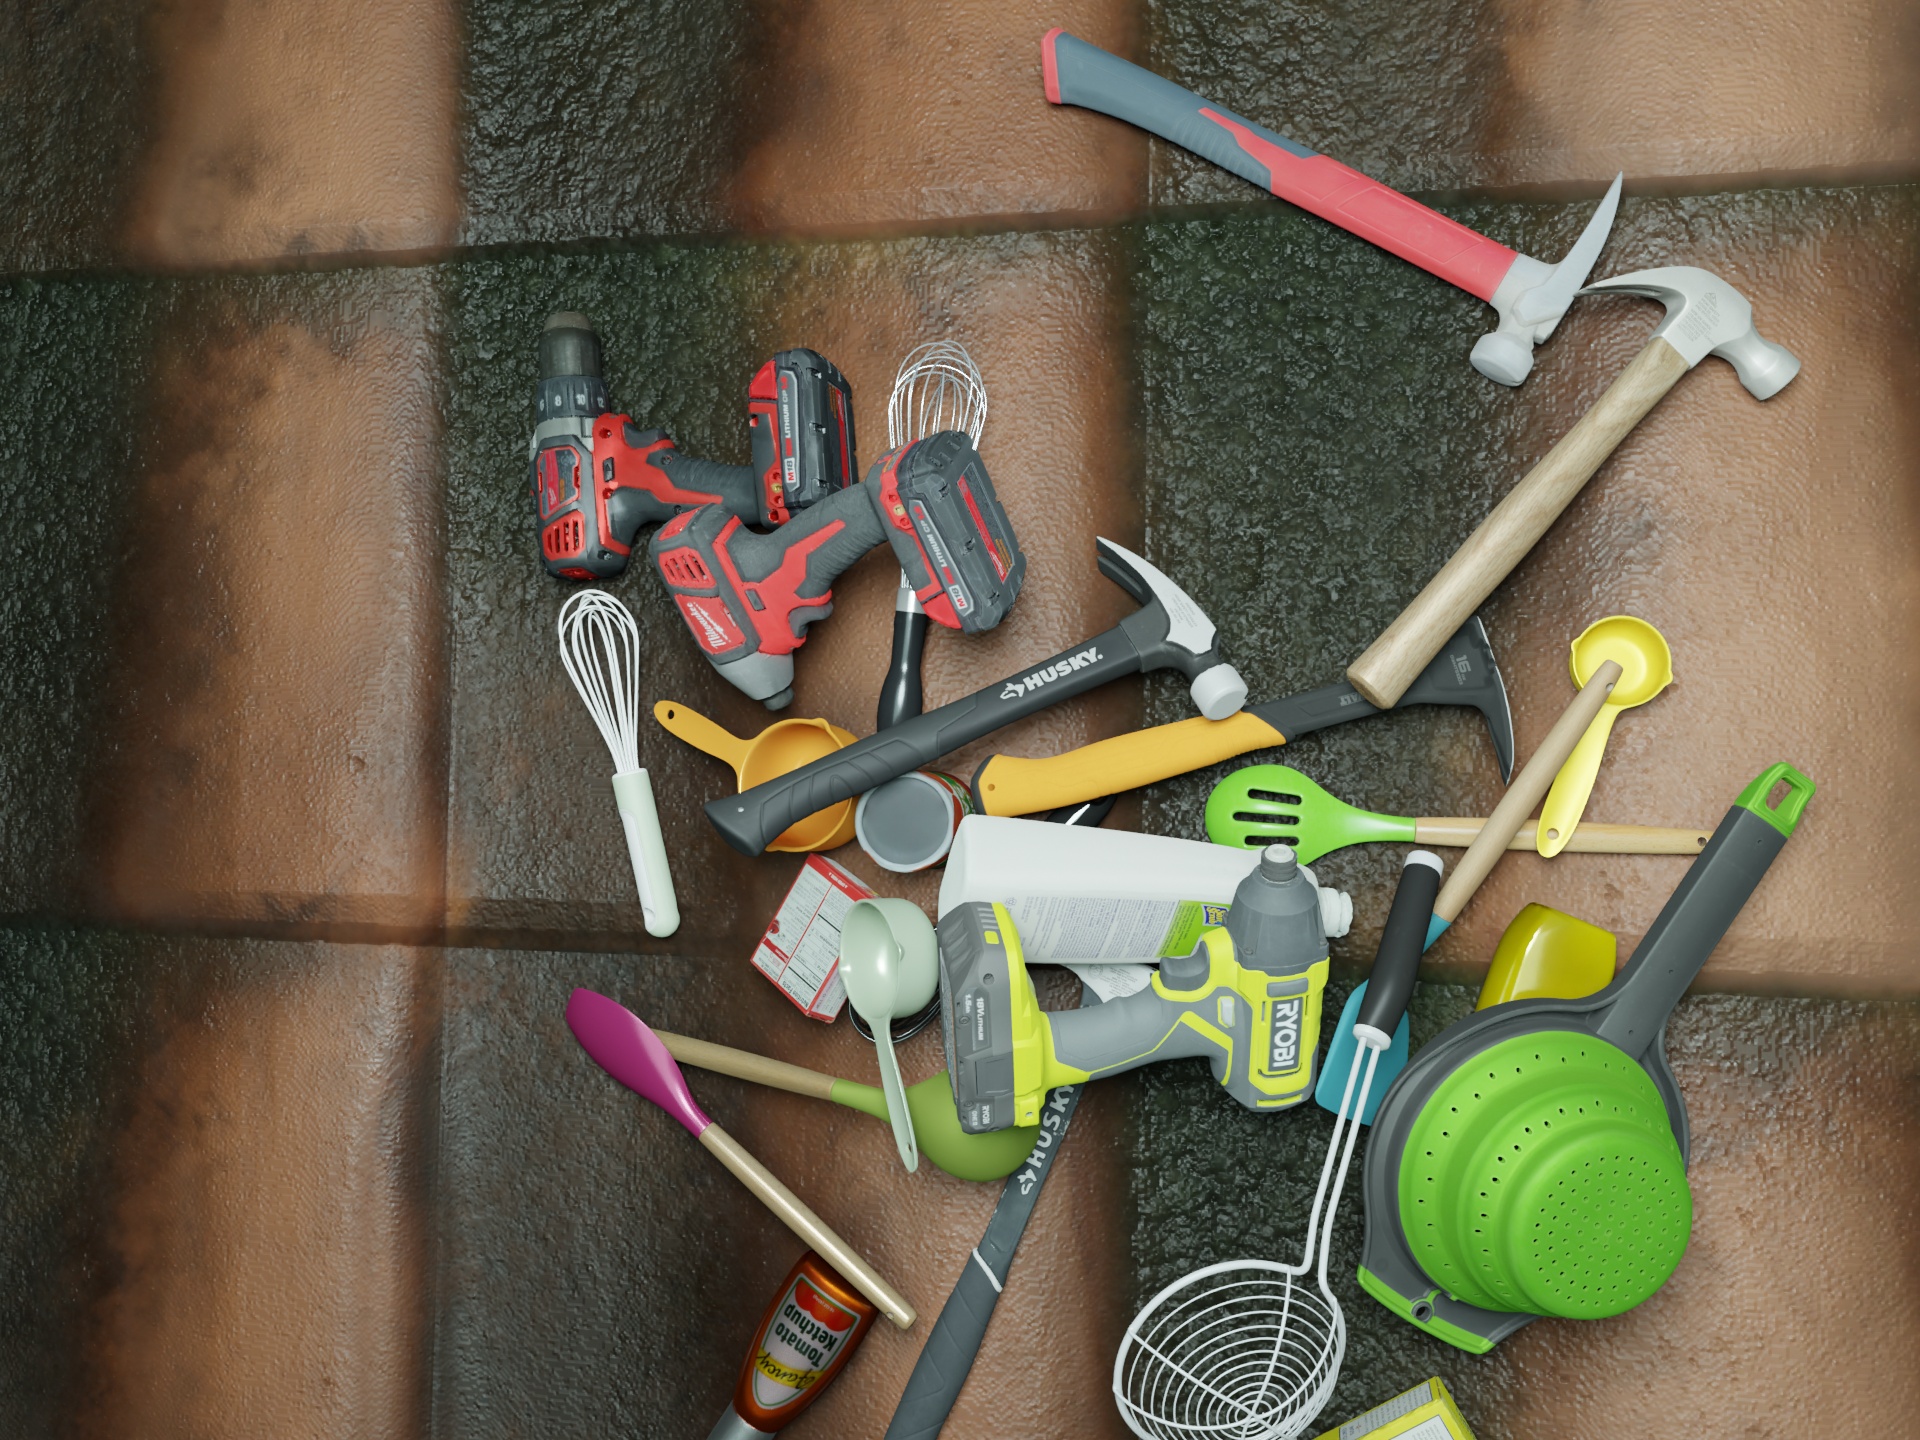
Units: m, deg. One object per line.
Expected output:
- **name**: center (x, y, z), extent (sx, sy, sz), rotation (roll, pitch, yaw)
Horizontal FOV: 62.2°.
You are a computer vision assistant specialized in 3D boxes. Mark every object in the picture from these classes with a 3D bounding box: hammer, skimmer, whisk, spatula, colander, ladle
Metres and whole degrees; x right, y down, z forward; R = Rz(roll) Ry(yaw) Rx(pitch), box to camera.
- **hammer**: center (0.171, 0.016, 1.004), extent (0.337, 0.034, 0.127), rotation (-15, 68, 8)
- **skimmer**: center (0.194, 0.235, 0.900), extent (0.127, 0.090, 0.363), rotation (37, 61, -21)
- **hammer**: center (0.227, -0.369, 1.036), extent (0.386, 0.038, 0.143), rotation (32, 92, 12)
- **whisk**: center (-0.028, -0.112, 1.066), extent (0.070, 0.070, 0.284), rotation (8, 93, 12)
- **hammer**: center (0.354, -0.141, 0.966), extent (0.130, 0.031, 0.331), rotation (43, 88, -3)
- **whisk**: center (0.016, 0.122, 1.047), extent (0.239, 0.055, 0.055), rotation (-45, 80, 1)
- **whisk**: center (-0.231, 0.029, 1.101), extent (0.058, 0.059, 0.246), rotation (-15, 87, 48)
- **hammer**: center (0.021, 0.337, 1.036), extent (0.149, 0.036, 0.409), rotation (24, 92, 13)
- **spatula**: center (0.315, 0.104, 0.967), extent (0.082, 0.044, 0.317), rotation (25, 102, -31)
- **colander**: center (0.387, 0.201, 0.903), extent (0.204, 0.094, 0.397), rotation (33, 92, -14)
- **hammer**: center (-0.002, -0.003, 0.995), extent (0.335, 0.035, 0.146), rotation (-24, 57, -7)
- **ladle**: center (-0.098, 0.235, 1.049), extent (0.320, 0.062, 0.078), rotation (8, 93, 26)

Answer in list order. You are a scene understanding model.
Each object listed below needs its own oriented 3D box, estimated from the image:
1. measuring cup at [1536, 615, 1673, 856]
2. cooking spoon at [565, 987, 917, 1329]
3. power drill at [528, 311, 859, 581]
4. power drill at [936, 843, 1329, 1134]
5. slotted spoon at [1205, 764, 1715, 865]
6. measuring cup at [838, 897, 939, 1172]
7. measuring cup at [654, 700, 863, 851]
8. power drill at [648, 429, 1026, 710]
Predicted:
- **measuring cup**: center (0.387, 0.011, 0.983), extent (0.062, 0.029, 0.156), rotation (22, 90, 12)
- **cooking spoon**: center (-0.151, 0.291, 1.060), extent (0.319, 0.017, 0.068), rotation (38, 128, 14)
- **power drill**: center (-0.192, -0.200, 1.093), extent (0.227, 0.080, 0.188), rotation (-6, 85, 14)
- **power drill**: center (0.102, 0.158, 0.931), extent (0.223, 0.080, 0.171), rotation (-6, 117, -7)
- **slotted spoon**: center (0.312, 0.068, 0.998), extent (0.314, 0.031, 0.070), rotation (2, 86, 10)
- **measuring cup**: center (-0.033, 0.191, 0.984), extent (0.038, 0.083, 0.168), rotation (-4, 76, -33)
- **measuring cup**: center (-0.132, 0.027, 1.081), extent (0.174, 0.052, 0.095), rotation (27, 97, 26)
- **power drill**: center (-0.078, -0.089, 1.009), extent (0.219, 0.079, 0.143), rotation (-15, 115, 24)
